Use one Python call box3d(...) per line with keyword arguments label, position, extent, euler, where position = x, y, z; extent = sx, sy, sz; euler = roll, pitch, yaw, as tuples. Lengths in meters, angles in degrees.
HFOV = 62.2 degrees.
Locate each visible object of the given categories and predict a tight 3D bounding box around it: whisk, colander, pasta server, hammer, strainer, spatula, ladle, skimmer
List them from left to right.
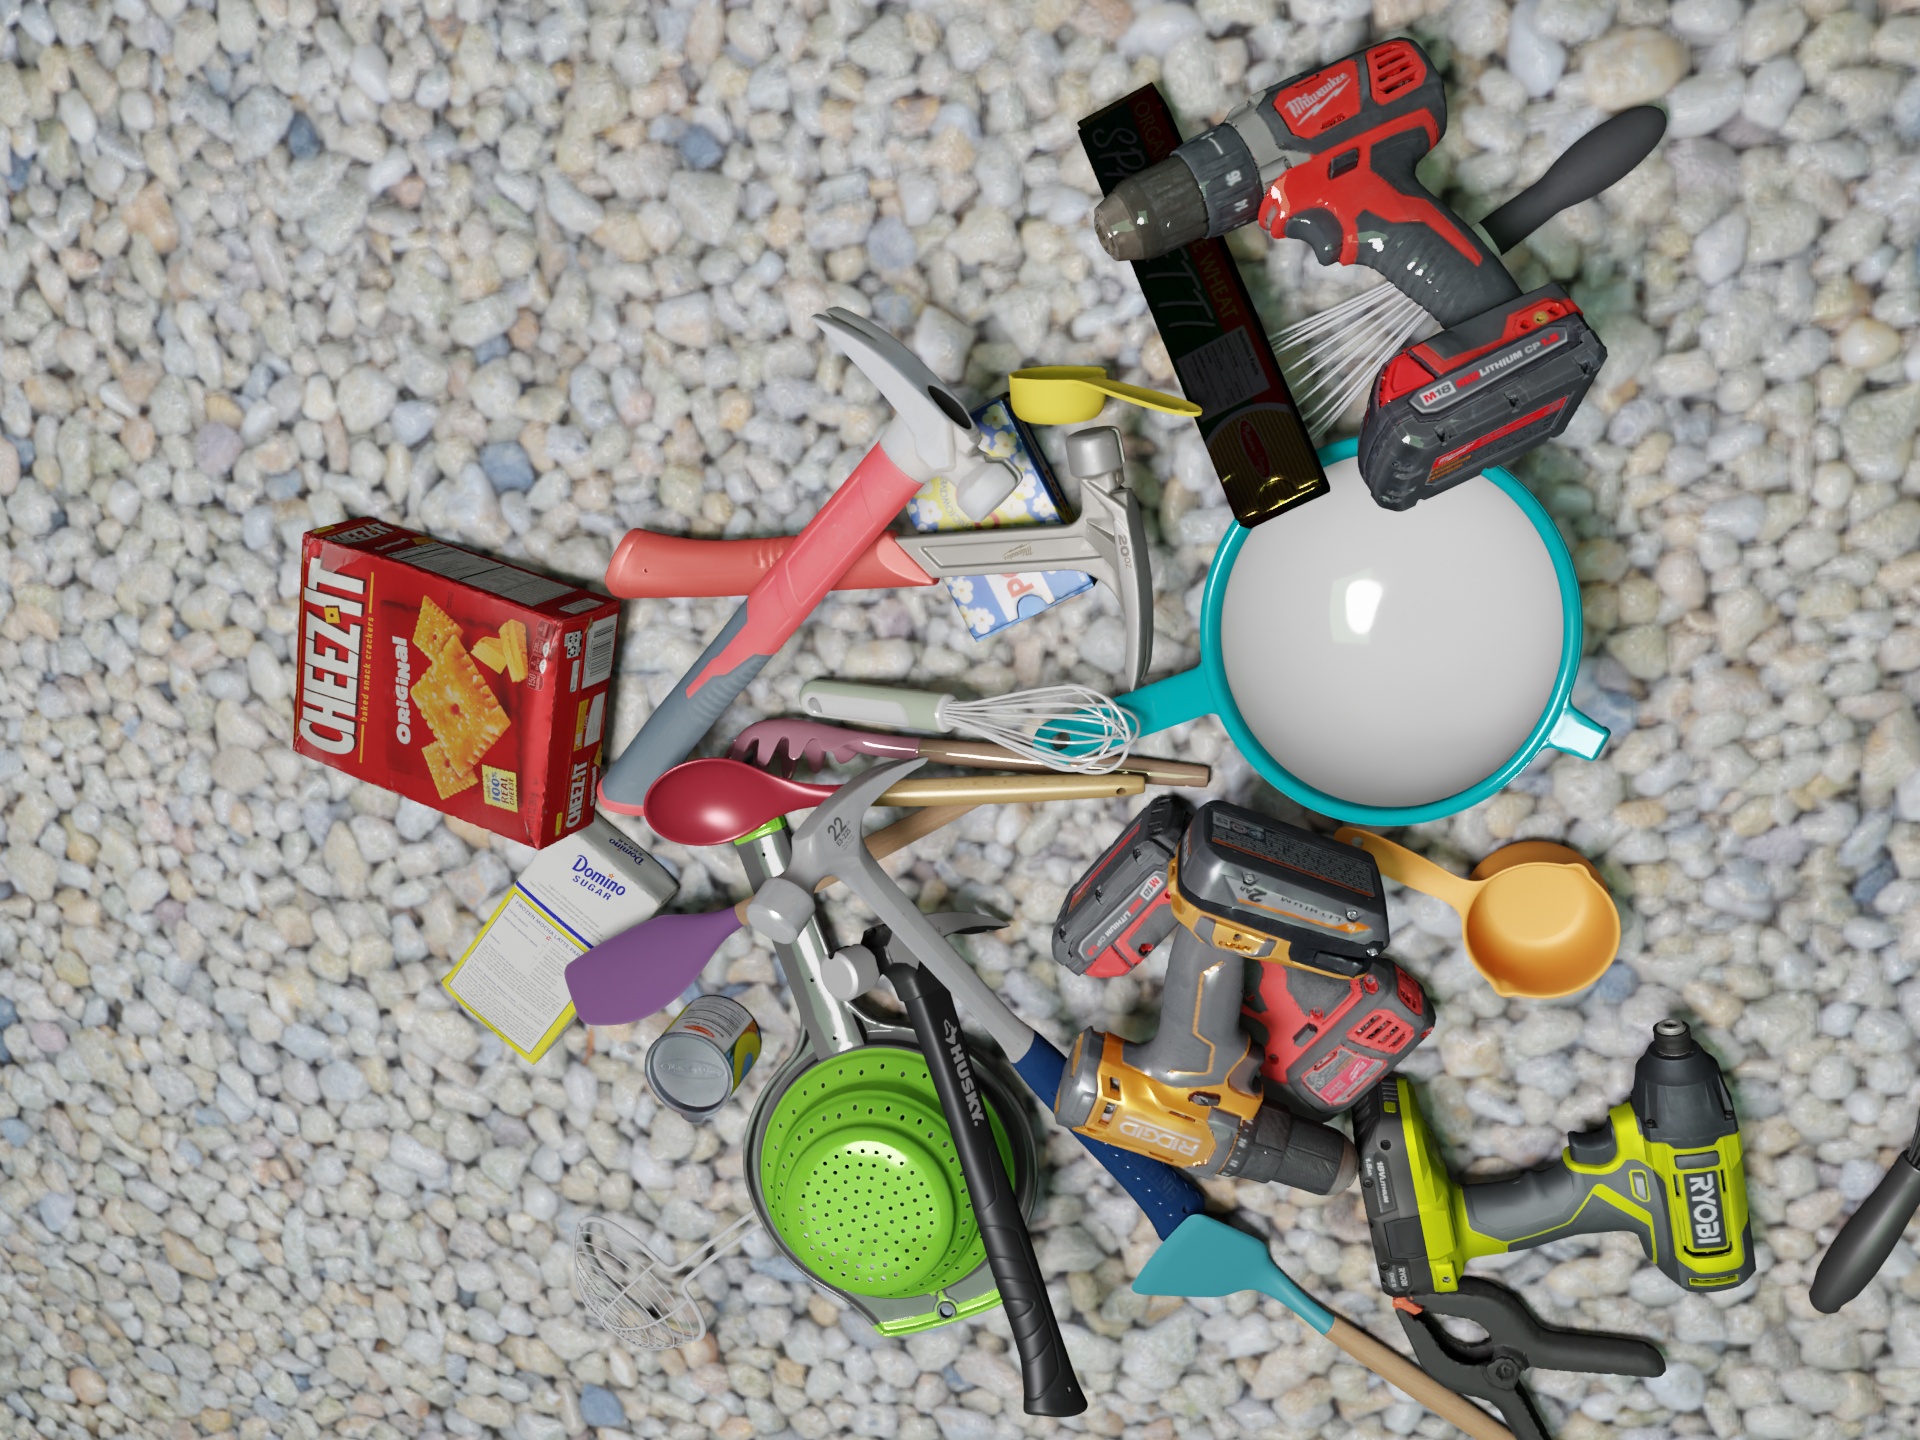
box3d(label="hammer", position=(-0.130, -0.070, 0.965), extent=(0.143, 0.038, 0.386), euler=(46, 125, 0))
box3d(label="skimmer", position=(-0.140, 0.346, 1.168), extent=(0.363, 0.090, 0.127), euler=(-37, 97, 12))
box3d(label="spatula", position=(-0.121, 0.118, 1.040), extent=(0.316, 0.018, 0.060), euler=(-28, 74, 10))
box3d(label="colander", position=(-0.083, 0.234, 1.051), extent=(0.204, 0.094, 0.397), euler=(-21, 92, 9))
box3d(label="hammer", position=(-0.060, -0.088, 0.968), extent=(0.359, 0.037, 0.149), euler=(-1, 111, 26))
box3d(label="ladle", position=(-0.042, 0.045, 0.999), extent=(0.315, 0.031, 0.069), euler=(-2, 126, 7))
box3d(label="whisk", position=(-0.002, -0.003, 0.979), extent=(0.246, 0.059, 0.057), euler=(7, 126, 33))
box3d(label="pasta server", position=(0.000, 0.029, 1.023), extent=(0.316, 0.060, 0.040), euler=(5, 79, 10))
box3d(label="hammer", position=(0.018, 0.282, 1.011), extent=(0.035, 0.146, 0.335), euler=(-18, 90, 41))
box3d(label="hammer", position=(0.036, 0.193, 0.999), extent=(0.035, 0.144, 0.405), euler=(-8, 130, 49))
box3d(label="strainer", position=(0.199, -0.032, 0.925), extent=(0.340, 0.095, 0.211), euler=(-21, 81, 36))
box3d(label="spatula", position=(0.270, 0.433, 1.077), extent=(0.317, 0.044, 0.082), euler=(33, 114, 2))
box3d(label="whisk", position=(0.251, -0.236, 0.862), extent=(0.284, 0.070, 0.070), euler=(-36, 96, 17))
box3d(label="whisk", position=(0.569, 0.266, 0.943), extent=(0.055, 0.055, 0.238), euler=(21, 115, 8))

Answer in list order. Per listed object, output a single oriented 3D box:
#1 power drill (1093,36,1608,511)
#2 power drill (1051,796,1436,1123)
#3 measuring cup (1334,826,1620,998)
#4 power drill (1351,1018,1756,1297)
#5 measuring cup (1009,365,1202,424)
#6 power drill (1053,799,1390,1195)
box3d(label="power drill", position=(0.191, -0.221, 0.798), extent=(0.188, 0.080, 0.227), euler=(-25, 73, -2))
box3d(label="power drill", position=(0.171, 0.164, 1.002), extent=(0.219, 0.078, 0.143), euler=(38, 113, -2))
box3d(label="measuring cup", position=(0.307, 0.098, 0.956), extent=(0.173, 0.052, 0.095), euler=(26, 112, 8))
box3d(label="power drill", position=(0.363, 0.275, 0.986), extent=(0.223, 0.080, 0.171), euler=(-11, 105, 14))
box3d(label="measuring cup", position=(0.082, -0.173, 0.887), extent=(0.157, 0.062, 0.029), euler=(32, 129, 53))
box3d(label="power drill", position=(0.174, 0.177, 0.927), extent=(0.185, 0.084, 0.226), euler=(20, 117, 0))
